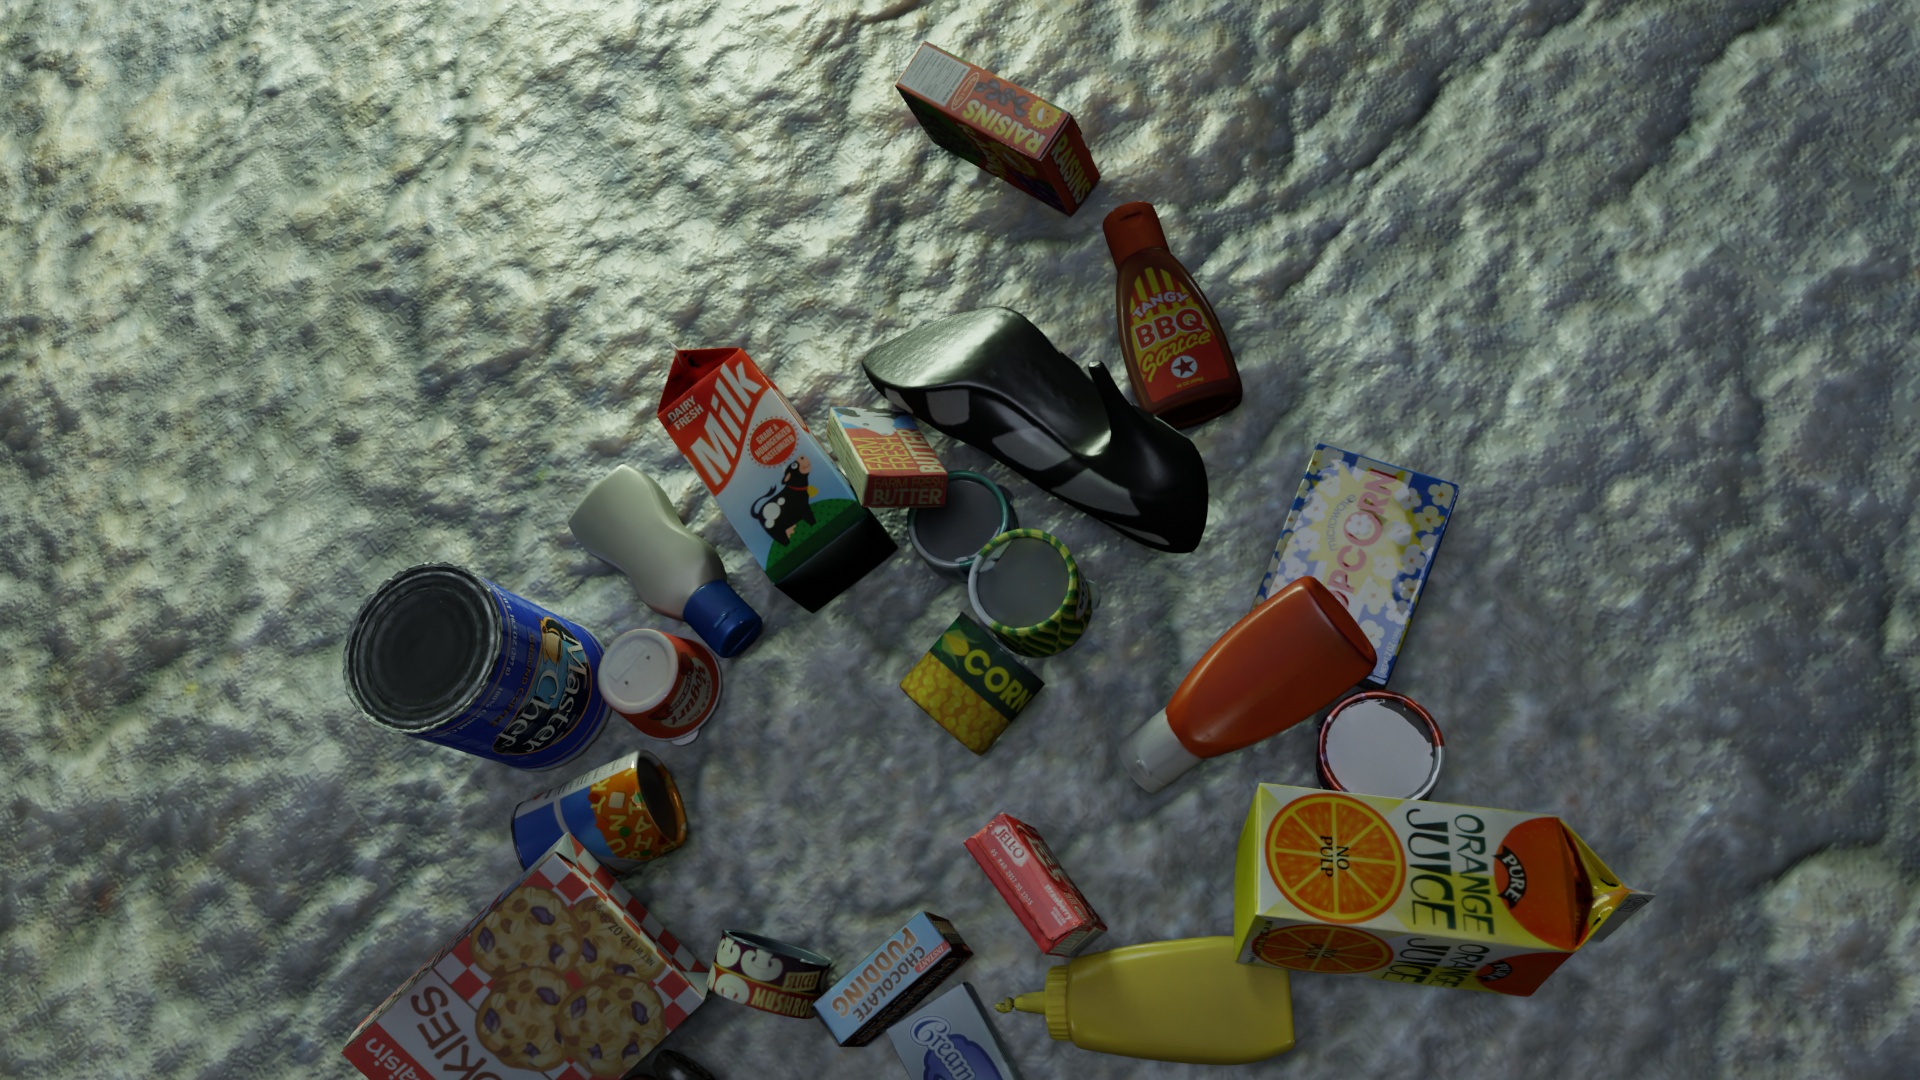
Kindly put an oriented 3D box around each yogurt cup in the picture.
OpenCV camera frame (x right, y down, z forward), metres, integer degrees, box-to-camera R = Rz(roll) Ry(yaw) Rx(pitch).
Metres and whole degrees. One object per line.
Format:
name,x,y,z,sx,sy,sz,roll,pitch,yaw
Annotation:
yogurt cup,-0.192,0.088,0.877,0.072,0.054,0.072,-5,70,13

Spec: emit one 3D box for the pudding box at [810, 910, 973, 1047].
pudding box,-0.038,0.249,0.786,0.084,0.049,0.030,-40,65,-2

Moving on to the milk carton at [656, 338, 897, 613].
milk carton,-0.129,-0.053,0.900,0.073,0.072,0.191,-38,67,0

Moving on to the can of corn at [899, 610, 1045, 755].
can of corn,0.007,0.086,0.819,0.071,0.071,0.058,40,86,22

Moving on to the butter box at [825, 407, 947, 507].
butter box,-0.047,-0.053,0.866,0.053,0.024,0.104,-1,28,-19

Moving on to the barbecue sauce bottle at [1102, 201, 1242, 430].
barbecue sauce bottle,0.127,-0.145,0.882,0.065,0.043,0.149,-18,68,7

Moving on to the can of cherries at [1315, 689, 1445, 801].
can of cherries,0.226,0.117,0.759,0.071,0.058,0.071,-4,71,13

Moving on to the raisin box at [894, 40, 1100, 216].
raisin box,0.026,-0.275,0.929,0.123,0.086,0.040,34,89,22

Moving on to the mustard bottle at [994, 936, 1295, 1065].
mustard bottle,0.098,0.248,0.751,0.160,0.048,0.065,-4,66,13

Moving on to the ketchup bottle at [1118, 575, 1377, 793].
ketchup bottle,0.153,0.086,0.771,0.148,0.044,0.065,-41,85,22

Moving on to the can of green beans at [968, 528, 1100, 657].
can of green beans,0.042,0.032,0.835,0.071,0.057,0.071,-4,71,13

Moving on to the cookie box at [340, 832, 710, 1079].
cookie box,-0.248,0.273,0.802,0.167,0.040,0.123,-43,97,0

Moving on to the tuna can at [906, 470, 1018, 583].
tuna can,0.003,-0.011,0.873,0.071,0.032,0.071,-4,71,13

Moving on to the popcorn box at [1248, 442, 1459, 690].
popcorn box,0.226,0.015,0.805,0.085,0.038,0.127,20,78,19

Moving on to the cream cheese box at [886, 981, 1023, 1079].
cream cheese box,0.007,0.304,0.769,0.053,0.024,0.104,-33,67,0

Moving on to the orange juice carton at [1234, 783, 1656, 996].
orange juice carton,0.241,0.181,0.706,0.193,0.071,0.073,6,54,5

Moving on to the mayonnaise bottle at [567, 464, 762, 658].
mayonnaise bottle,-0.190,0.017,0.909,0.148,0.041,0.065,42,87,22

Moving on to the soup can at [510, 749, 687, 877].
soup can,-0.218,0.176,0.848,0.084,0.071,0.071,-25,68,5

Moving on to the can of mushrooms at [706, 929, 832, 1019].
can of mushrooms,-0.108,0.248,0.793,0.071,0.071,0.033,13,76,18
